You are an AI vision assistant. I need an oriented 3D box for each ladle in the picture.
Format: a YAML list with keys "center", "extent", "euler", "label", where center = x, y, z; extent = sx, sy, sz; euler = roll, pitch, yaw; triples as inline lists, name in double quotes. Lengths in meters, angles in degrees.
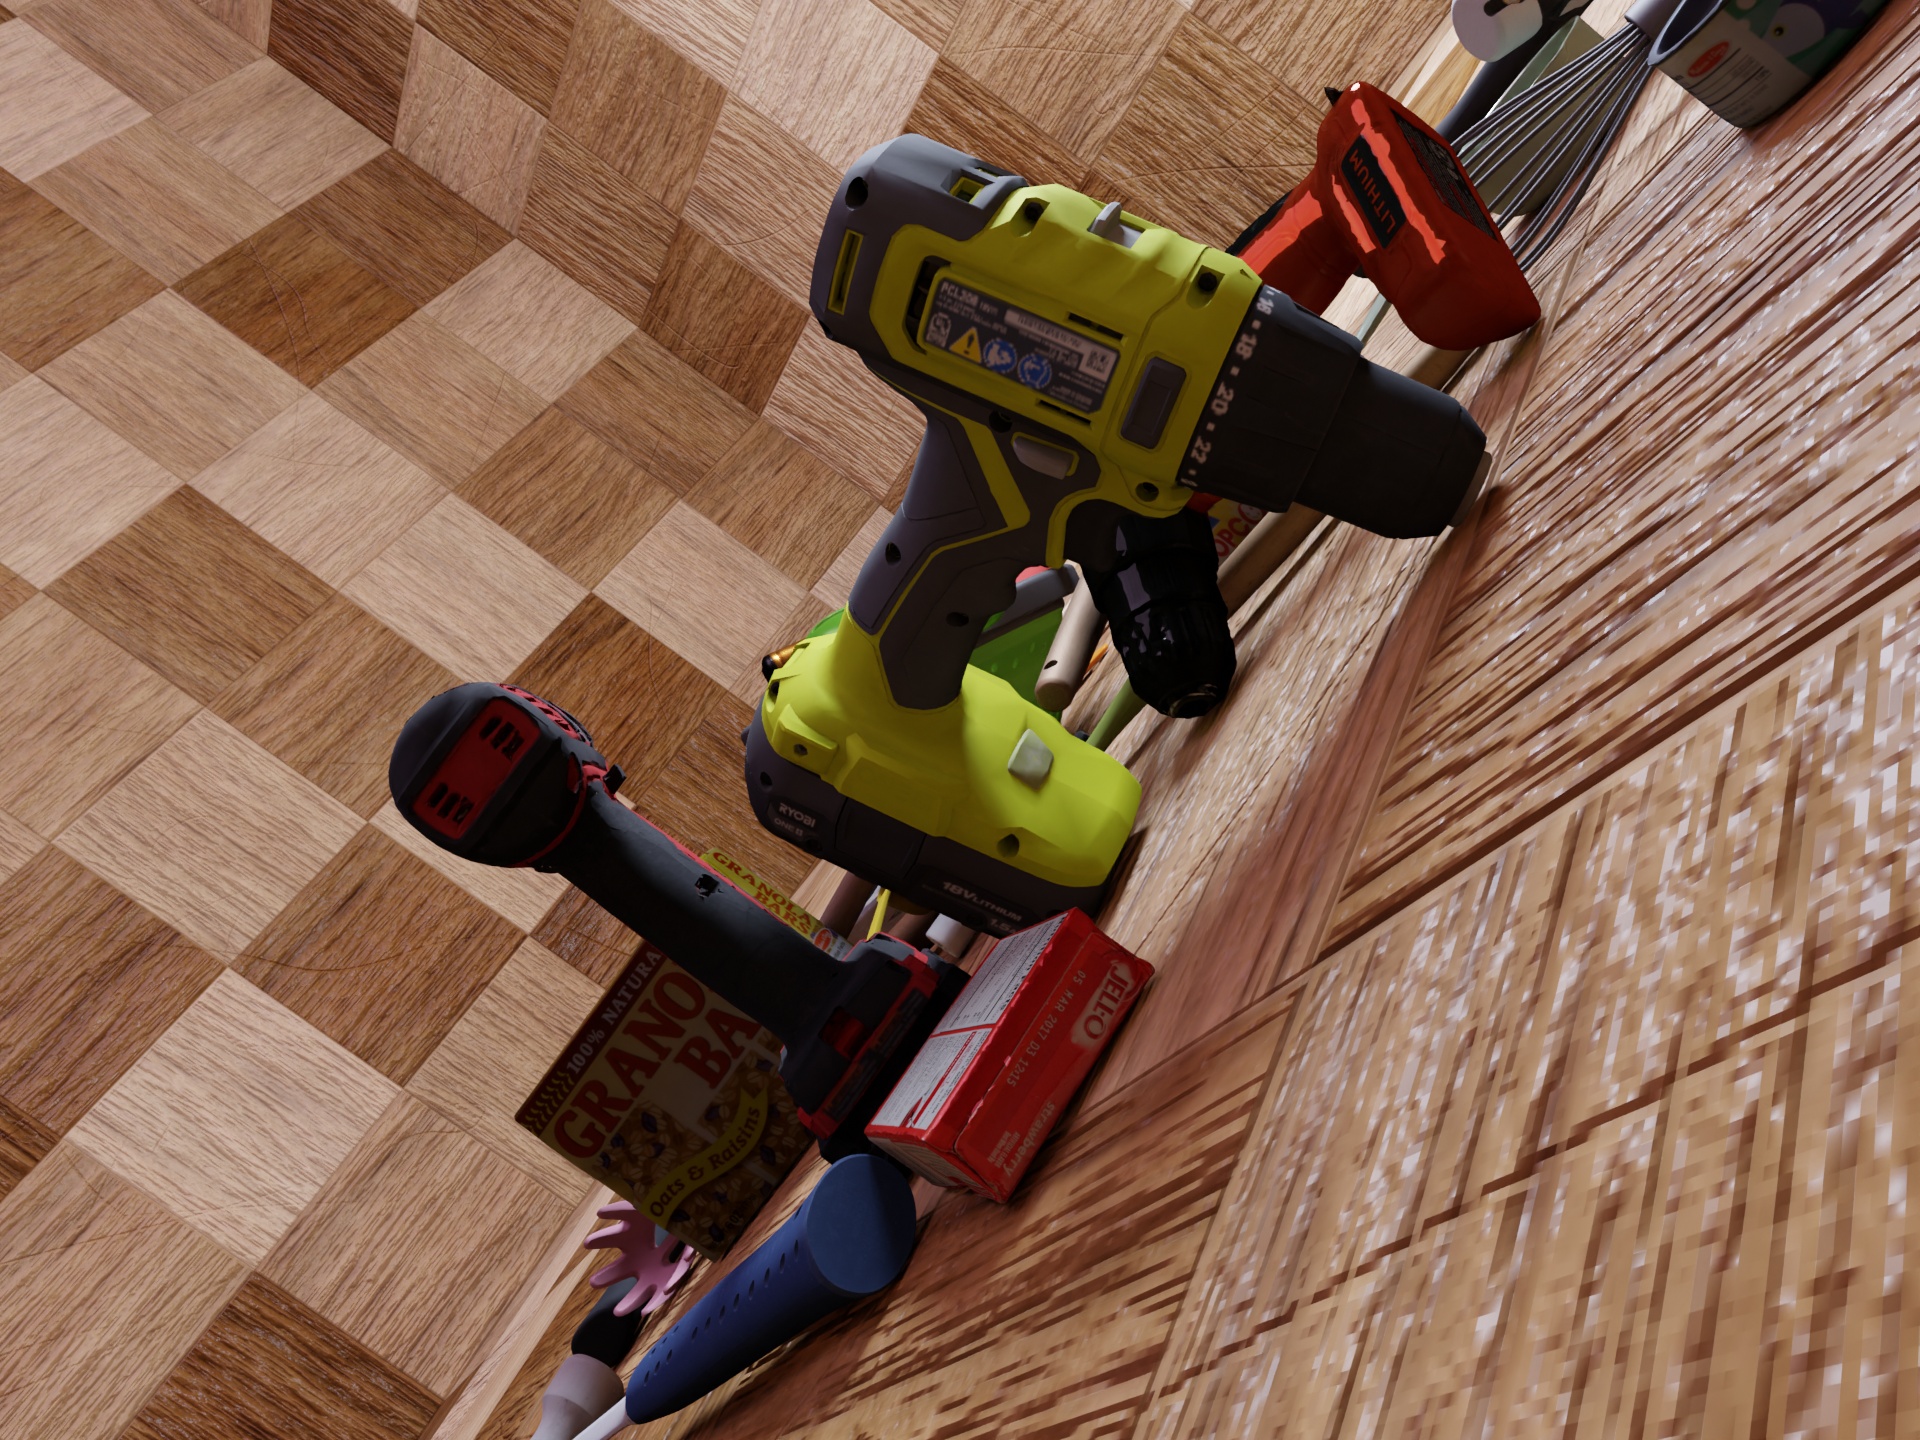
- center: [0.085, -0.045, 0.644]
  extent: [0.320, 0.062, 0.078]
  euler: [-49, 5, 28]
  label: "ladle"

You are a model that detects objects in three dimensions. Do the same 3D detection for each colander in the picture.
- center: [-0.001, -0.003, 0.791]
  extent: [0.204, 0.094, 0.397]
  euler: [-27, 1, -6]
  label: "colander"

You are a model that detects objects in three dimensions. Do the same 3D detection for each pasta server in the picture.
- center: [-0.109, 0.180, 0.817]
  extent: [0.040, 0.060, 0.316]
  euler: [-3, -53, -56]
  label: "pasta server"

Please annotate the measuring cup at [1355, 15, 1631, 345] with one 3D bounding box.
- center: [0.211, -0.203, 0.638]
  extent: [0.167, 0.038, 0.083]
  euler: [-56, 3, -7]
  label: "measuring cup"

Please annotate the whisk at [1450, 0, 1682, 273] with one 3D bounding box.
- center: [0.238, -0.234, 0.544]
  extent: [0.239, 0.055, 0.055]
  euler: [-47, 6, 28]
  label: "whisk"

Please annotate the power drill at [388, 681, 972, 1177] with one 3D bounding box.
- center: [-0.096, 0.068, 0.573]
  extent: [0.078, 0.219, 0.143]
  euler: [-54, 3, -8]
  label: "power drill"

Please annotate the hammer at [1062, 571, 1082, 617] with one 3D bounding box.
- center: [0.048, -0.030, 1.213]
  extent: [0.331, 0.031, 0.130]
  euler: [-55, 3, -18]
  label: "hammer"

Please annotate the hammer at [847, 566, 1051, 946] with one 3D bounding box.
- center: [0.014, -0.015, 1.042]
  extent: [0.359, 0.036, 0.149]
  euler: [-64, 11, -25]
  label: "hammer"

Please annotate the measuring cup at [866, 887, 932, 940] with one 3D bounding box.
- center: [-0.027, 0.100, 0.727]
  extent: [0.062, 0.029, 0.157]
  euler: [119, 172, -45]
  label: "measuring cup"

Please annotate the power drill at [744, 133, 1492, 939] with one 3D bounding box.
- center: [0.032, -0.042, 0.493]
  extent: [0.080, 0.190, 0.228]
  euler: [-58, -9, -52]
  label: "power drill"

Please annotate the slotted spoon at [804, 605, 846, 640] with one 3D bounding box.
- center: [0.045, -0.094, 0.833]
  extent: [0.314, 0.031, 0.070]
  euler: [-25, -1, 12]
  label: "slotted spoon"

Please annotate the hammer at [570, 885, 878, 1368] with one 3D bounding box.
- center: [-0.131, 0.232, 1.022]
  extent: [0.149, 0.036, 0.409]
  euler: [-53, 4, 42]
  label: "hammer"

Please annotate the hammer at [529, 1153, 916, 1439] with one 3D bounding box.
- center: [-0.121, 0.258, 0.593]
  extent: [0.405, 0.035, 0.144]
  euler: [-51, 4, 45]
  label: "hammer"

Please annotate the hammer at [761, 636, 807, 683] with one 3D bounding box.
- center: [0.037, -0.102, 0.929]
  extent: [0.337, 0.034, 0.127]
  euler: [-29, 0, -10]
  label: "hammer"

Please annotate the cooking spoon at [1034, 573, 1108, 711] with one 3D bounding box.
- center: [0.071, -0.082, 0.702]
  extent: [0.069, 0.017, 0.319]
  euler: [-23, 20, 25]
  label: "cooking spoon"

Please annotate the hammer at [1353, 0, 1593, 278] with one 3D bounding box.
- center: [0.259, -0.303, 0.794]
  extent: [0.146, 0.035, 0.334]
  euler: [-35, -4, -6]
  label: "hammer"

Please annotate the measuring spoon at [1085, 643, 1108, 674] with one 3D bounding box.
- center: [0.061, -0.009, 1.023]
  extent: [0.117, 0.011, 0.021]
  euler: [-48, 5, 33]
  label: "measuring spoon"

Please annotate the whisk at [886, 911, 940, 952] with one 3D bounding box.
- center: [-0.060, 0.147, 0.836]
  extent: [0.245, 0.051, 0.047]
  euler: [-49, -1, 24]
  label: "whisk"
